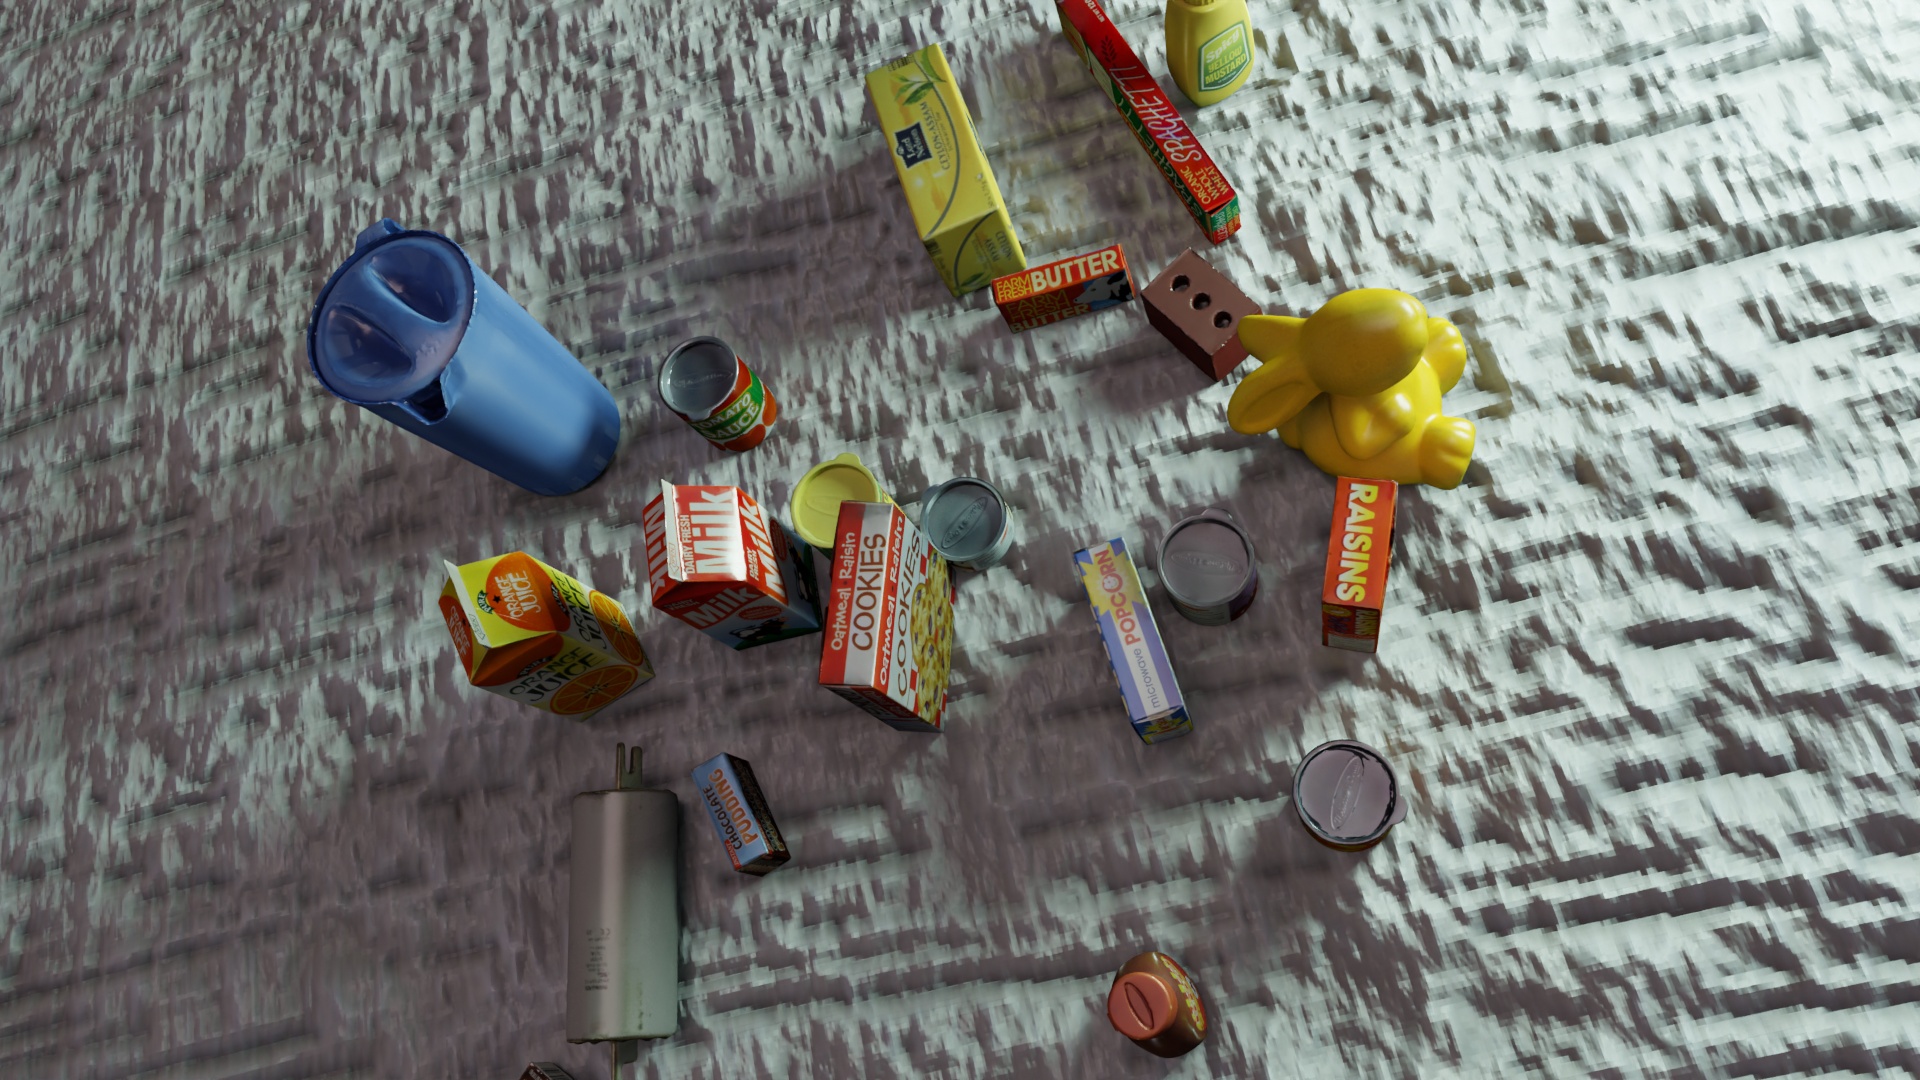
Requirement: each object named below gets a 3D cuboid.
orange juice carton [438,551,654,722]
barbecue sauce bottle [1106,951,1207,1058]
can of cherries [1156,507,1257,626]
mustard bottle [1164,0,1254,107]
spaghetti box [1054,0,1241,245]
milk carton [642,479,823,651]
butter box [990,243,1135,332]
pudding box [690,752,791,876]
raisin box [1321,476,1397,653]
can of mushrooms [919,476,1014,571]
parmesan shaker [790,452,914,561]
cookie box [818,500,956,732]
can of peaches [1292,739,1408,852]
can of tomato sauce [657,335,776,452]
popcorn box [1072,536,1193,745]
[{"bbox_3d":[-0.306,0.068,1.005,0.073,0.192,0.072,-32,67,4],"label":"orange juice carton"},{"bbox_3d":[0.118,0.282,0.844,0.043,0.148,0.065,-31,67,4],"label":"barbecue sauce bottle"},{"bbox_3d":[0.174,0.019,0.965,0.071,0.058,0.071,-5,71,14],"label":"can of cherries"},{"bbox_3d":[0.184,-0.393,1.044,0.065,0.160,0.049,-33,67,3],"label":"mustard bottle"},{"bbox_3d":[0.146,-0.339,1.096,0.028,0.050,0.251,-30,67,4],"label":"spaghetti box"},{"bbox_3d":[-0.166,0.018,0.985,0.073,0.190,0.072,-14,70,11],"label":"milk carton"},{"bbox_3d":[0.079,-0.192,1.064,0.103,0.053,0.024,-14,70,10],"label":"butter box"},{"bbox_3d":[-0.158,0.197,1.000,0.030,0.049,0.084,-31,67,4],"label":"pudding box"},{"bbox_3d":[0.260,0.018,0.907,0.040,0.123,0.086,7,75,17],"label":"raisin box"},{"bbox_3d":[0.004,-0.013,1.035,0.071,0.033,0.071,-5,71,14],"label":"can of mushrooms"},{"bbox_3d":[-0.074,-0.014,1.018,0.071,0.103,0.071,-5,71,14],"label":"parmesan shaker"},{"bbox_3d":[-0.047,0.057,0.953,0.040,0.167,0.123,0,73,15],"label":"cookie box"},{"bbox_3d":[0.251,0.167,0.895,0.071,0.058,0.071,-5,71,14],"label":"can of peaches"},{"bbox_3d":[-0.189,-0.112,1.093,0.071,0.083,0.071,-5,71,14],"label":"can of tomato sauce"},{"bbox_3d":[0.119,0.070,0.948,0.038,0.085,0.127,-21,68,8],"label":"popcorn box"}]
